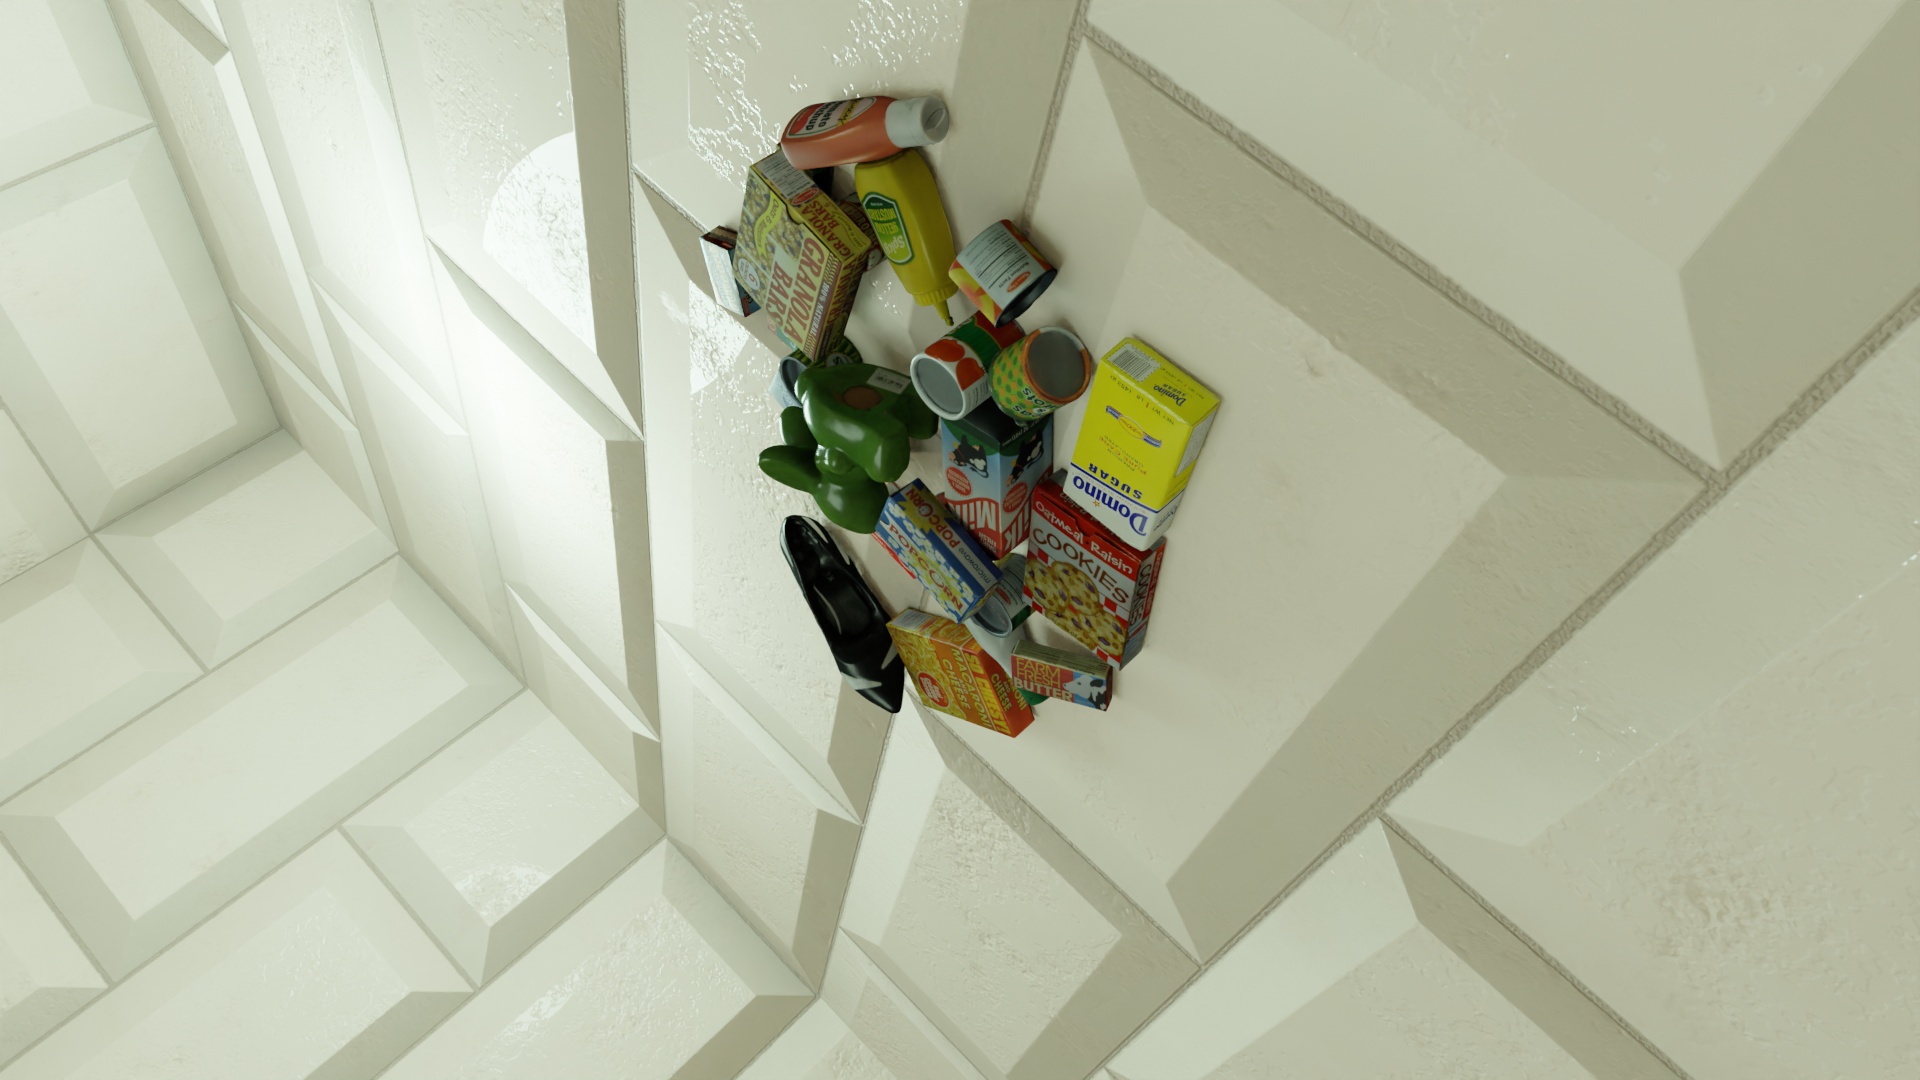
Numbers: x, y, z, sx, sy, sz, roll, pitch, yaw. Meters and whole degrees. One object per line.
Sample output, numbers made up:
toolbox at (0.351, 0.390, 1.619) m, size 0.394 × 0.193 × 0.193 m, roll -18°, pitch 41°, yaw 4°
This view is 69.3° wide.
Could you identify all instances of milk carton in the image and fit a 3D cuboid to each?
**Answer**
milk carton at (0.034, -0.054, 1.269) m, size 0.073 × 0.072 × 0.189 m, roll 34°, pitch 147°, yaw 29°

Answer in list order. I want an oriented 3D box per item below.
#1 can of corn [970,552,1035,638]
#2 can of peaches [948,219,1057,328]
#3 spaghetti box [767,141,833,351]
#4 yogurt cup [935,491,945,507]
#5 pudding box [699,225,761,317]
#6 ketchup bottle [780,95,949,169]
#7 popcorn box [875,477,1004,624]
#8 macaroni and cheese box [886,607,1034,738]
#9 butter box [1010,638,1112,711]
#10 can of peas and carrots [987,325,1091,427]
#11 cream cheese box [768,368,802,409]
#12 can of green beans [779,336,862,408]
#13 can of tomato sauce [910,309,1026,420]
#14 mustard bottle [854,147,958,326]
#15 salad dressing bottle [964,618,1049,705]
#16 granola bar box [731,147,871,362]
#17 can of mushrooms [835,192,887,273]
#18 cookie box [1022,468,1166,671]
can of corn at (0.044, 0.055, 1.393) m, size 0.071 × 0.058 × 0.070 m, roll 34°, pitch 147°, yaw 27°
can of peaches at (0.033, -0.211, 1.101) m, size 0.058 × 0.071 × 0.071 m, roll 48°, pitch 151°, yaw 5°
spaghetti box at (-0.155, -0.276, 1.328) m, size 0.050 × 0.029 × 0.248 m, roll 42°, pitch 150°, yaw 17°
yogurt cup at (0.005, -0.017, 1.363) m, size 0.054 × 0.073 × 0.072 m, roll -7°, pitch 118°, yaw 48°
pudding box at (-0.236, -0.279, 1.436) m, size 0.050 × 0.030 × 0.083 m, roll 30°, pitch 145°, yaw 34°
ketchup bottle at (-0.075, -0.332, 1.123) m, size 0.149 × 0.065 × 0.043 m, roll 7°, pitch 142°, yaw 40°
popcorn box at (-0.021, 0.011, 1.307) m, size 0.127 × 0.038 × 0.085 m, roll 49°, pitch 158°, yaw 8°
macaroni and cheese box at (-0.001, 0.148, 1.581) m, size 0.166 × 0.040 × 0.123 m, roll 12°, pitch 132°, yaw 49°
butter box at (0.103, 0.136, 1.406) m, size 0.103 × 0.024 × 0.052 m, roll 13°, pitch 136°, yaw 19°
can of peas and carrots at (0.065, -0.134, 1.138) m, size 0.071 × 0.071 × 0.058 m, roll 55°, pitch 150°, yaw -8°
cream cheese box at (-0.161, -0.139, 1.496) m, size 0.104 × 0.024 × 0.053 m, roll 50°, pitch 152°, yaw 3°
can of green beans at (-0.139, -0.170, 1.395) m, size 0.071 × 0.058 × 0.071 m, roll 35°, pitch 147°, yaw 27°
can of tomato sauce at (0.007, -0.152, 1.185) m, size 0.071 × 0.083 × 0.070 m, roll 34°, pitch 147°, yaw 27°
mustard bottle at (-0.036, -0.249, 1.169) m, size 0.065 × 0.049 × 0.159 m, roll 12°, pitch 133°, yaw 50°
salad dressing bottle at (0.048, 0.106, 1.463) m, size 0.064 × 0.044 × 0.147 m, roll -13°, pitch 114°, yaw 56°
granola bar box at (-0.148, -0.255, 1.263) m, size 0.124 × 0.039 × 0.164 m, roll 47°, pitch 153°, yaw 9°
can of mushrooms at (-0.091, -0.274, 1.235) m, size 0.071 × 0.033 × 0.070 m, roll 35°, pitch 147°, yaw 27°
cookie box at (0.119, 0.029, 1.278) m, size 0.123 × 0.040 × 0.166 m, roll 36°, pitch 148°, yaw 25°
